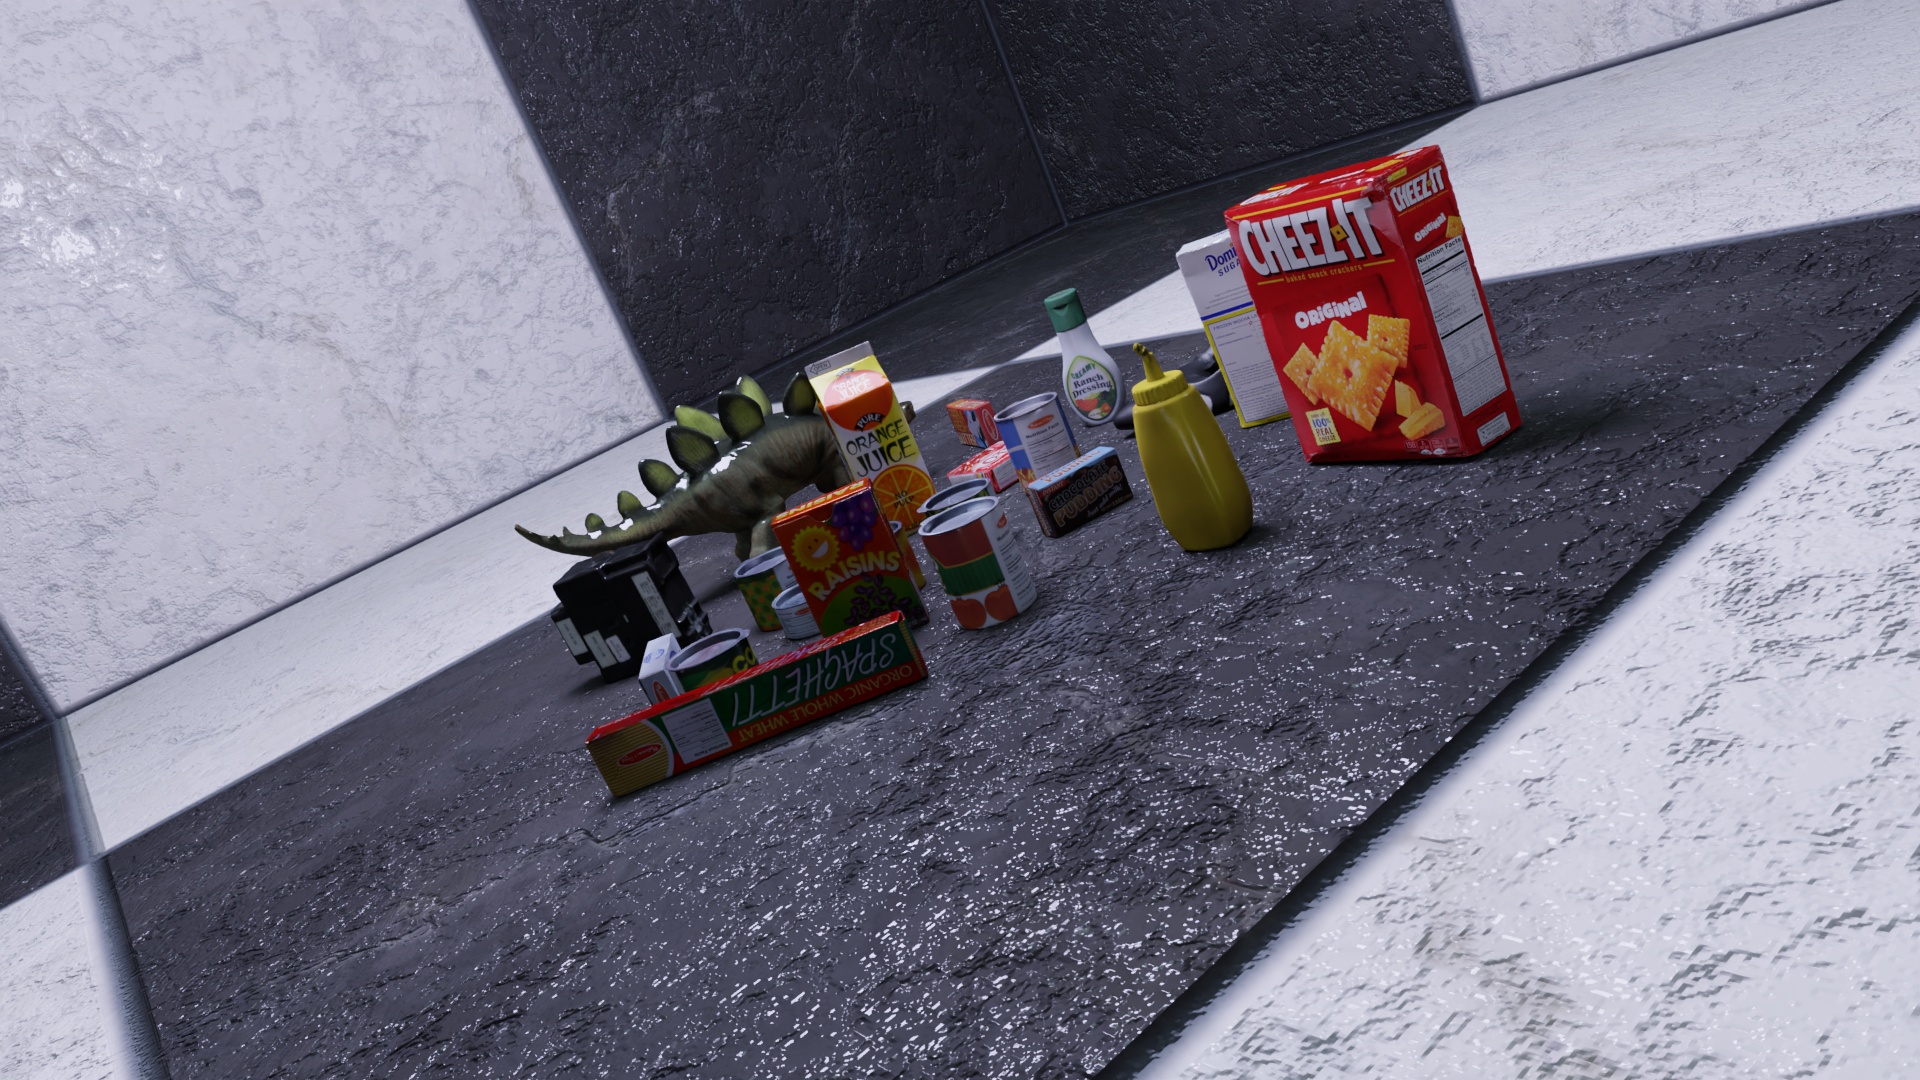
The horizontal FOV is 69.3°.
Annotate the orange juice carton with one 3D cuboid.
[{"bbox_3d":[-0.087,-0.100,1.399,0.072,0.192,0.073,-25,15,-6],"label":"orange juice carton"}]

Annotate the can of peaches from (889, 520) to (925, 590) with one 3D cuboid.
[{"bbox_3d":[-0.070,0.022,1.216,0.071,0.058,0.071,-21,15,6],"label":"can of peaches"}]

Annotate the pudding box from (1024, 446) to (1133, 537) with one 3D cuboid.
[{"bbox_3d":[0.103,-0.043,1.205,0.084,0.049,0.030,-28,15,-18],"label":"pudding box"}]

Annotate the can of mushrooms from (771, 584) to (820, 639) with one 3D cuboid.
[{"bbox_3d":[-0.129,0.057,1.227,0.071,0.033,0.071,-21,15,6],"label":"can of mushrooms"}]

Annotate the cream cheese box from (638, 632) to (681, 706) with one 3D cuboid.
[{"bbox_3d":[-0.240,0.117,1.144,0.024,0.053,0.104,-24,15,-2],"label":"cream cheese box"}]

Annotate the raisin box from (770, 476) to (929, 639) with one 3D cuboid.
[{"bbox_3d":[-0.088,0.023,1.114,0.086,0.123,0.040,-22,15,3],"label":"raisin box"}]

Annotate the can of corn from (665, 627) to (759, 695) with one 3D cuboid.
[{"bbox_3d":[-0.185,0.109,1.083,0.071,0.058,0.071,-21,15,6],"label":"can of corn"}]

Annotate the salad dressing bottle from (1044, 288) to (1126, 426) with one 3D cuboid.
[{"bbox_3d":[0.133,-0.199,1.510,0.064,0.147,0.044,-17,16,20],"label":"salad dressing bottle"}]

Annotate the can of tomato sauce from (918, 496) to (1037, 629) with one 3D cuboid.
[{"bbox_3d":[0.012,0.018,1.064,0.071,0.083,0.071,-21,15,6],"label":"can of tomato sauce"}]

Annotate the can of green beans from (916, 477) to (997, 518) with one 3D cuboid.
[{"bbox_3d":[0.007,-0.016,1.238,0.071,0.057,0.071,-21,15,6],"label":"can of green beans"}]

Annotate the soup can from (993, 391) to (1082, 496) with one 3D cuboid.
[{"bbox_3d":[0.077,-0.094,1.351,0.071,0.083,0.071,-21,15,6],"label":"soup can"}]

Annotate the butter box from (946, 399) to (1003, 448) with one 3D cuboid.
[{"bbox_3d":[0.017,-0.140,1.655,0.024,0.053,0.103,-27,15,-14],"label":"butter box"}]

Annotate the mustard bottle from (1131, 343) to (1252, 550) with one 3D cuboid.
[{"bbox_3d":[0.161,-0.072,1.008,0.065,0.160,0.049,-7,21,46],"label":"mustard bottle"}]

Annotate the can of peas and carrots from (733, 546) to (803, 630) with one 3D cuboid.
[{"bbox_3d":[-0.169,0.044,1.283,0.071,0.058,0.071,-21,15,6],"label":"can of peas and carrots"}]

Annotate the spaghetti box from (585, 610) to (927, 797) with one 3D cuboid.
[{"bbox_3d":[-0.147,0.118,1.010,0.250,0.050,0.029,-22,15,4],"label":"spaghetti box"}]
